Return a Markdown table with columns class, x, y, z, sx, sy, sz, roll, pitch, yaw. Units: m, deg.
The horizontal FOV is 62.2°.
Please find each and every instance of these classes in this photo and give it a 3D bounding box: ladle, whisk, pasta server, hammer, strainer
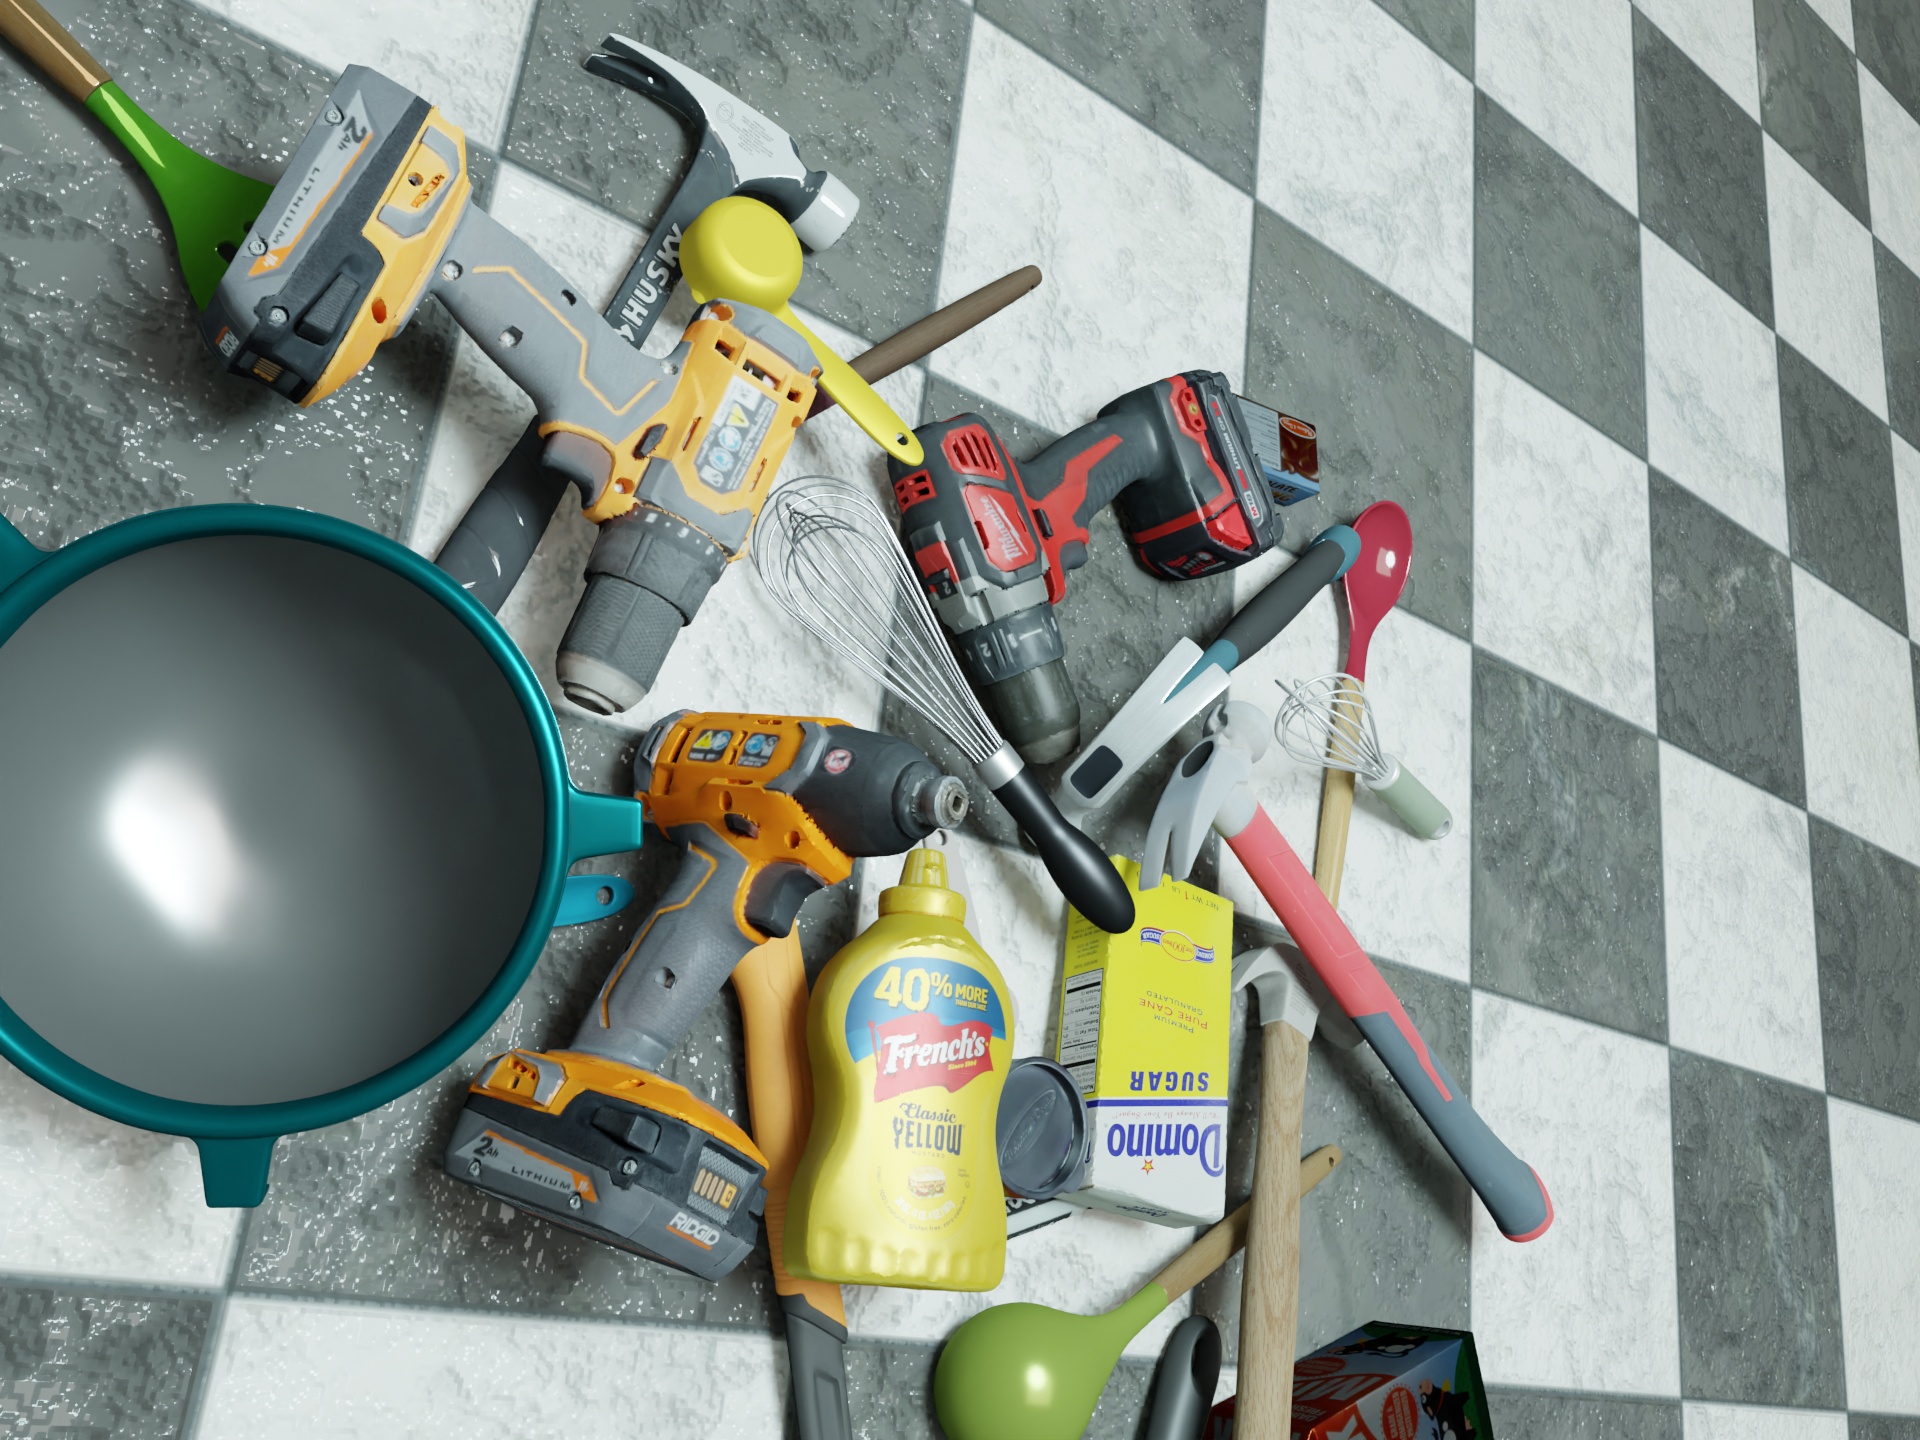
| class | x | y | z | sx | sy | sz | roll | pitch | yaw |
| --- | --- | --- | --- | --- | --- | --- | --- | --- | --- |
| ladle | 0.253 | 0.000 | 1.032 | 0.069 | 0.031 | 0.316 | 28 | 64 | -35 |
| whisk | 0.081 | 0.430 | 0.770 | 0.073 | 0.073 | 0.296 | 43 | 49 | -22 |
| pasta server | -0.042 | -0.180 | 0.834 | 0.040 | 0.060 | 0.316 | 45 | 49 | 5 |
| ladle | 0.109 | 0.292 | 0.842 | 0.320 | 0.062 | 0.078 | -16 | 88 | -47 |
| whisk | 0.000 | -0.003 | 0.792 | 0.284 | 0.070 | 0.070 | 51 | 53 | -10 |
| hammer | -0.062 | 0.241 | 0.714 | 0.127 | 0.034 | 0.337 | -3 | 81 | -38 |
| hammer | 0.156 | -0.041 | 0.925 | 0.033 | 0.128 | 0.331 | 44 | 43 | 7 |
| whisk | 0.255 | 0.028 | 0.982 | 0.058 | 0.059 | 0.246 | -49 | 139 | 7 |
| hammer | 0.233 | 0.176 | 0.913 | 0.386 | 0.038 | 0.143 | 53 | 42 | -18 |
| hammer | -0.178 | -0.144 | 0.719 | 0.149 | 0.036 | 0.409 | 36 | 59 | -25 |
| hammer | 0.166 | 0.268 | 0.849 | 0.130 | 0.031 | 0.332 | 37 | 47 | -28 |
| strainer | -0.287 | -0.013 | 0.559 | 0.211 | 0.095 | 0.340 | -44 | 96 | -6 |

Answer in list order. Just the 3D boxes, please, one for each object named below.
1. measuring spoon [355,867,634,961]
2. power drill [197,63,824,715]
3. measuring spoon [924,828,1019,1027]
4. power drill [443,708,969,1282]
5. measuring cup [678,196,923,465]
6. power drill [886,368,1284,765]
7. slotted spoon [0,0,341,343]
| class | x | y | z | sx | sy | sz | roll | pitch | yaw |
| --- | --- | --- | --- | --- | --- | --- | --- | --- | --- |
| measuring spoon | -0.194 | 0.078 | 0.666 | 0.128 | 0.021 | 0.042 | -2 | 89 | -48 |
| power drill | -0.181 | -0.124 | 0.641 | 0.226 | 0.084 | 0.185 | 30 | 72 | -28 |
| measuring spoon | 0.005 | 0.105 | 0.812 | 0.034 | 0.018 | 0.124 | -15 | 88 | -40 |
| power drill | -0.094 | 0.097 | 0.640 | 0.084 | 0.164 | 0.227 | 47 | 56 | -43 |
| measuring cup | -0.068 | -0.185 | 0.760 | 0.156 | 0.029 | 0.062 | 45 | 54 | -9 |
| power drill | 0.076 | -0.092 | 0.883 | 0.226 | 0.080 | 0.188 | -23 | 94 | -37 |
| slotted spoon | -0.355 | -0.261 | 0.612 | 0.313 | 0.031 | 0.070 | 46 | 60 | -19 |
